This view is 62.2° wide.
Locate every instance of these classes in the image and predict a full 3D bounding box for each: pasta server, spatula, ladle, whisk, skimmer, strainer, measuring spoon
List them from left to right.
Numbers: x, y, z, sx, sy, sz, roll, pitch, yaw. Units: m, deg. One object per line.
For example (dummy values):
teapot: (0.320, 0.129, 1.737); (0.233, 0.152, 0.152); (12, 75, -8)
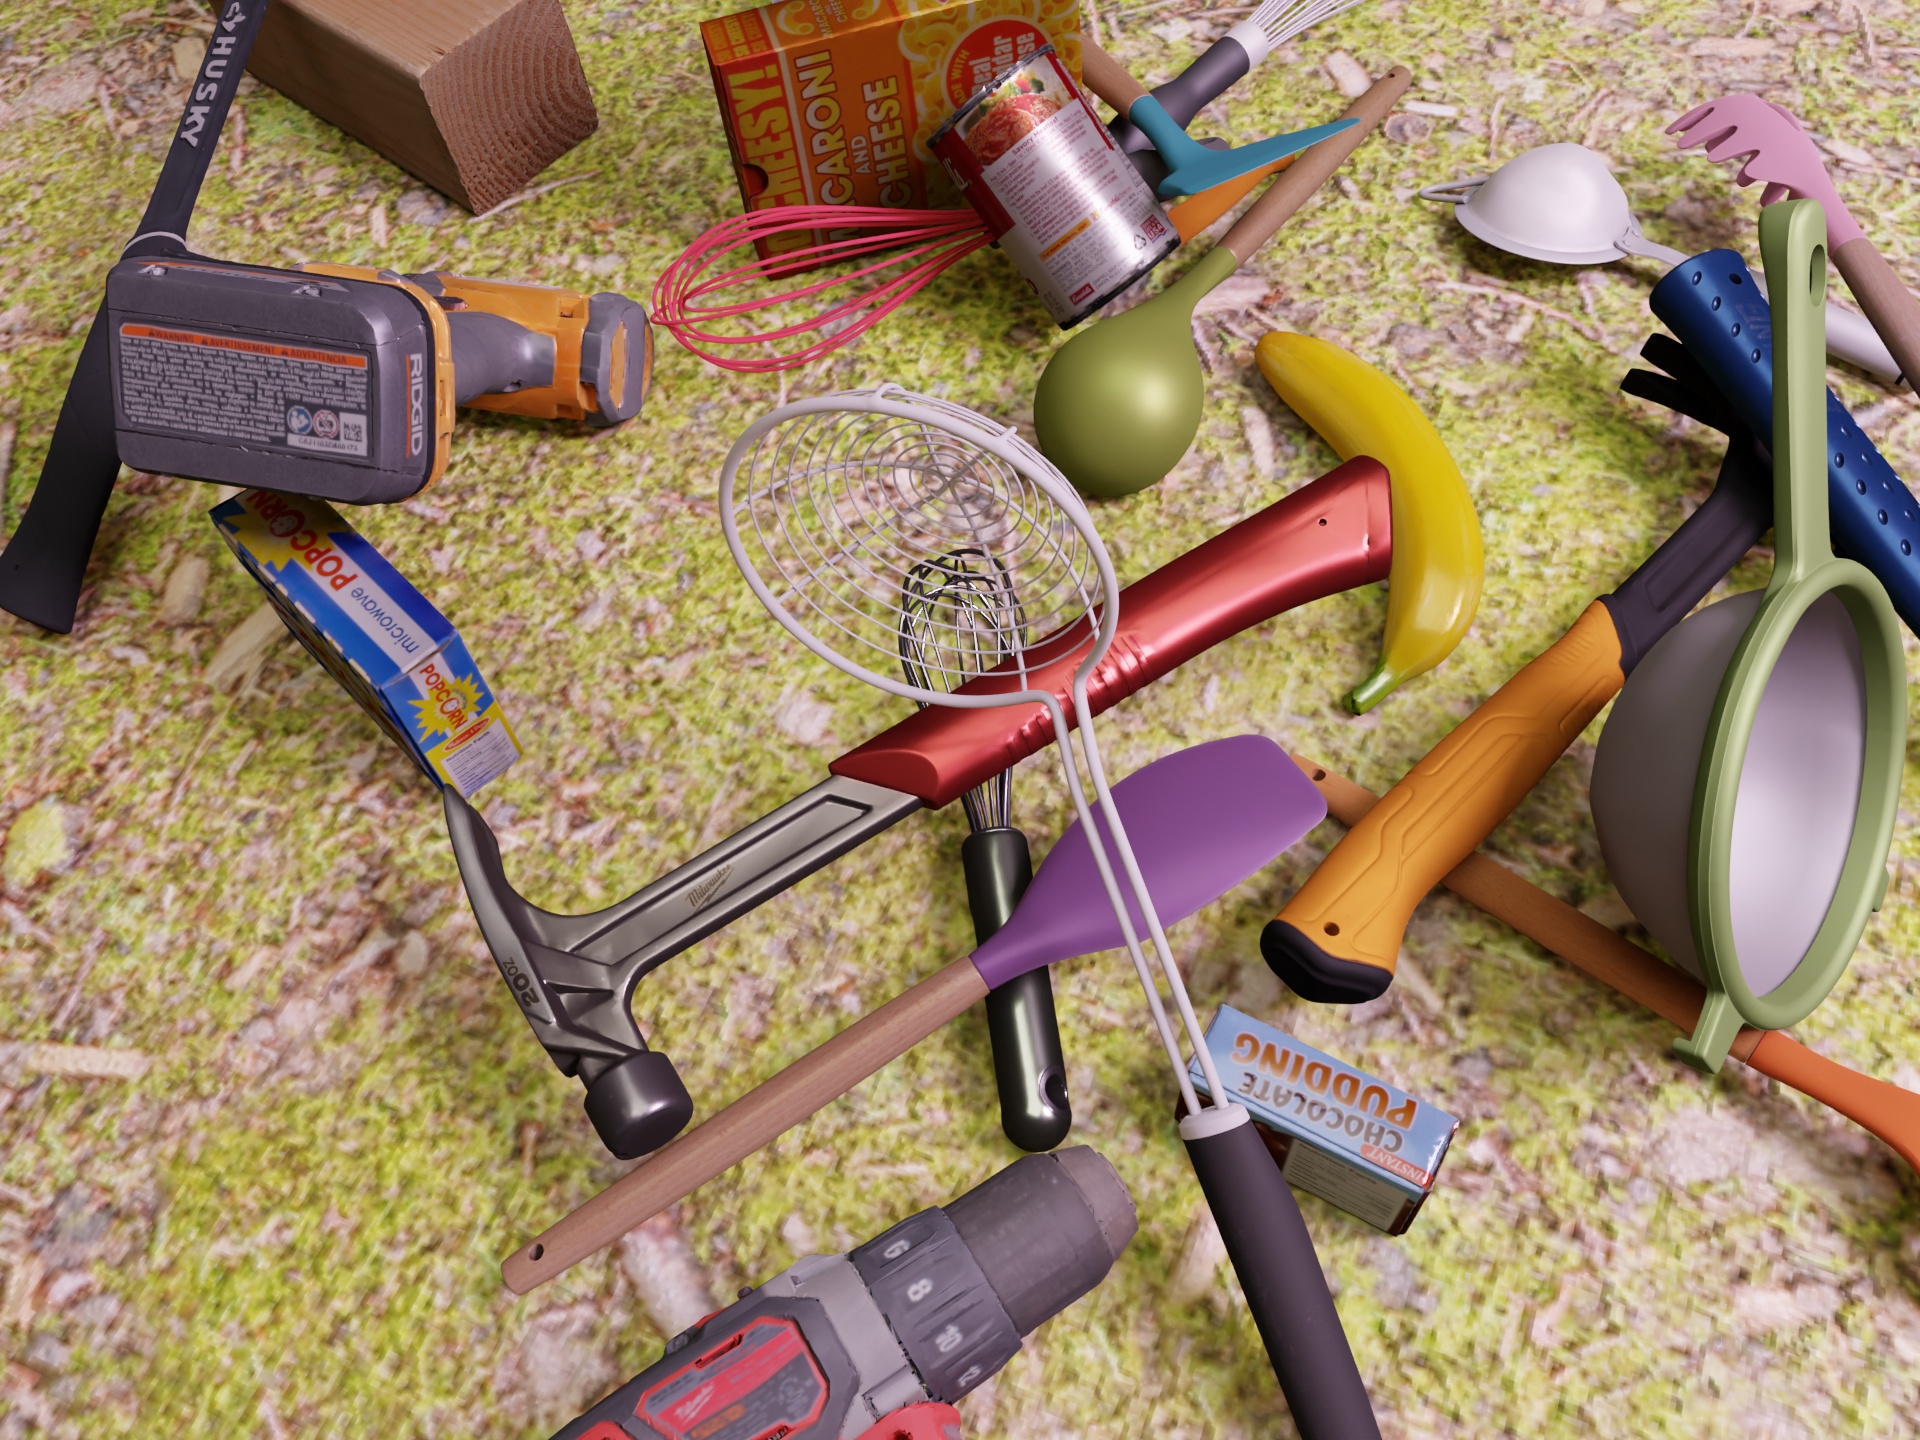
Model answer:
spatula: (-0.017, 0.098, 0.540); (0.316, 0.018, 0.060); (-33, 53, -6)
whisk: (-0.004, -0.228, 0.750); (0.296, 0.073, 0.073); (-20, 59, -12)
whisk: (0.010, 0.039, 0.596); (0.059, 0.057, 0.247); (-27, 56, 29)
skimmer: (0.035, 0.072, 0.474); (0.090, 0.127, 0.363); (-16, 82, -43)
spatula: (0.077, -0.316, 0.770); (0.082, 0.044, 0.318); (-25, 47, -6)
measuring spoon: (0.122, -0.257, 0.783); (0.117, 0.011, 0.021); (-38, 63, -17)
ladle: (0.138, -0.218, 0.747); (0.078, 0.062, 0.320); (18, 53, 35)
whisk: (0.168, -0.366, 0.825); (0.284, 0.070, 0.070); (-43, 64, -13)
spatula: (0.246, 0.101, 0.546); (0.323, 0.041, 0.081); (33, 66, 27)
strainer: (0.331, -0.208, 0.720); (0.258, 0.050, 0.087); (33, 52, 19)
strainer: (0.241, -0.030, 0.507); (0.151, 0.256, 0.069); (-22, 21, -38)
pasta server: (0.363, -0.167, 0.641); (0.060, 0.040, 0.317); (20, 44, -25)

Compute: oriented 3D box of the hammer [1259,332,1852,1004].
hammer: (0.222, -0.021, 0.592); (0.127, 0.034, 0.337); (42, 65, 18)

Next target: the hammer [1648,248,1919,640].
hammer: (0.367, -0.010, 0.560); (0.144, 0.035, 0.406); (-18, 64, -14)

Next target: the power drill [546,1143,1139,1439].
power drill: (0.010, 0.239, 0.418); (0.188, 0.080, 0.227); (-30, 57, -13)

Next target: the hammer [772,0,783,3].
hammer: (-0.050, -0.362, 0.747); (0.130, 0.031, 0.331); (-11, 21, 10)

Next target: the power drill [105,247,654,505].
power drill: (-0.252, -0.153, 0.659); (0.185, 0.084, 0.226); (10, 19, 9)

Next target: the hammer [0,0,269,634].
hammer: (-0.364, -0.234, 0.741); (0.149, 0.036, 0.409); (6, 74, 17)

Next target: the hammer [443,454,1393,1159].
hammer: (-0.001, -0.002, 0.570); (0.359, 0.036, 0.149); (-31, 64, -9)
